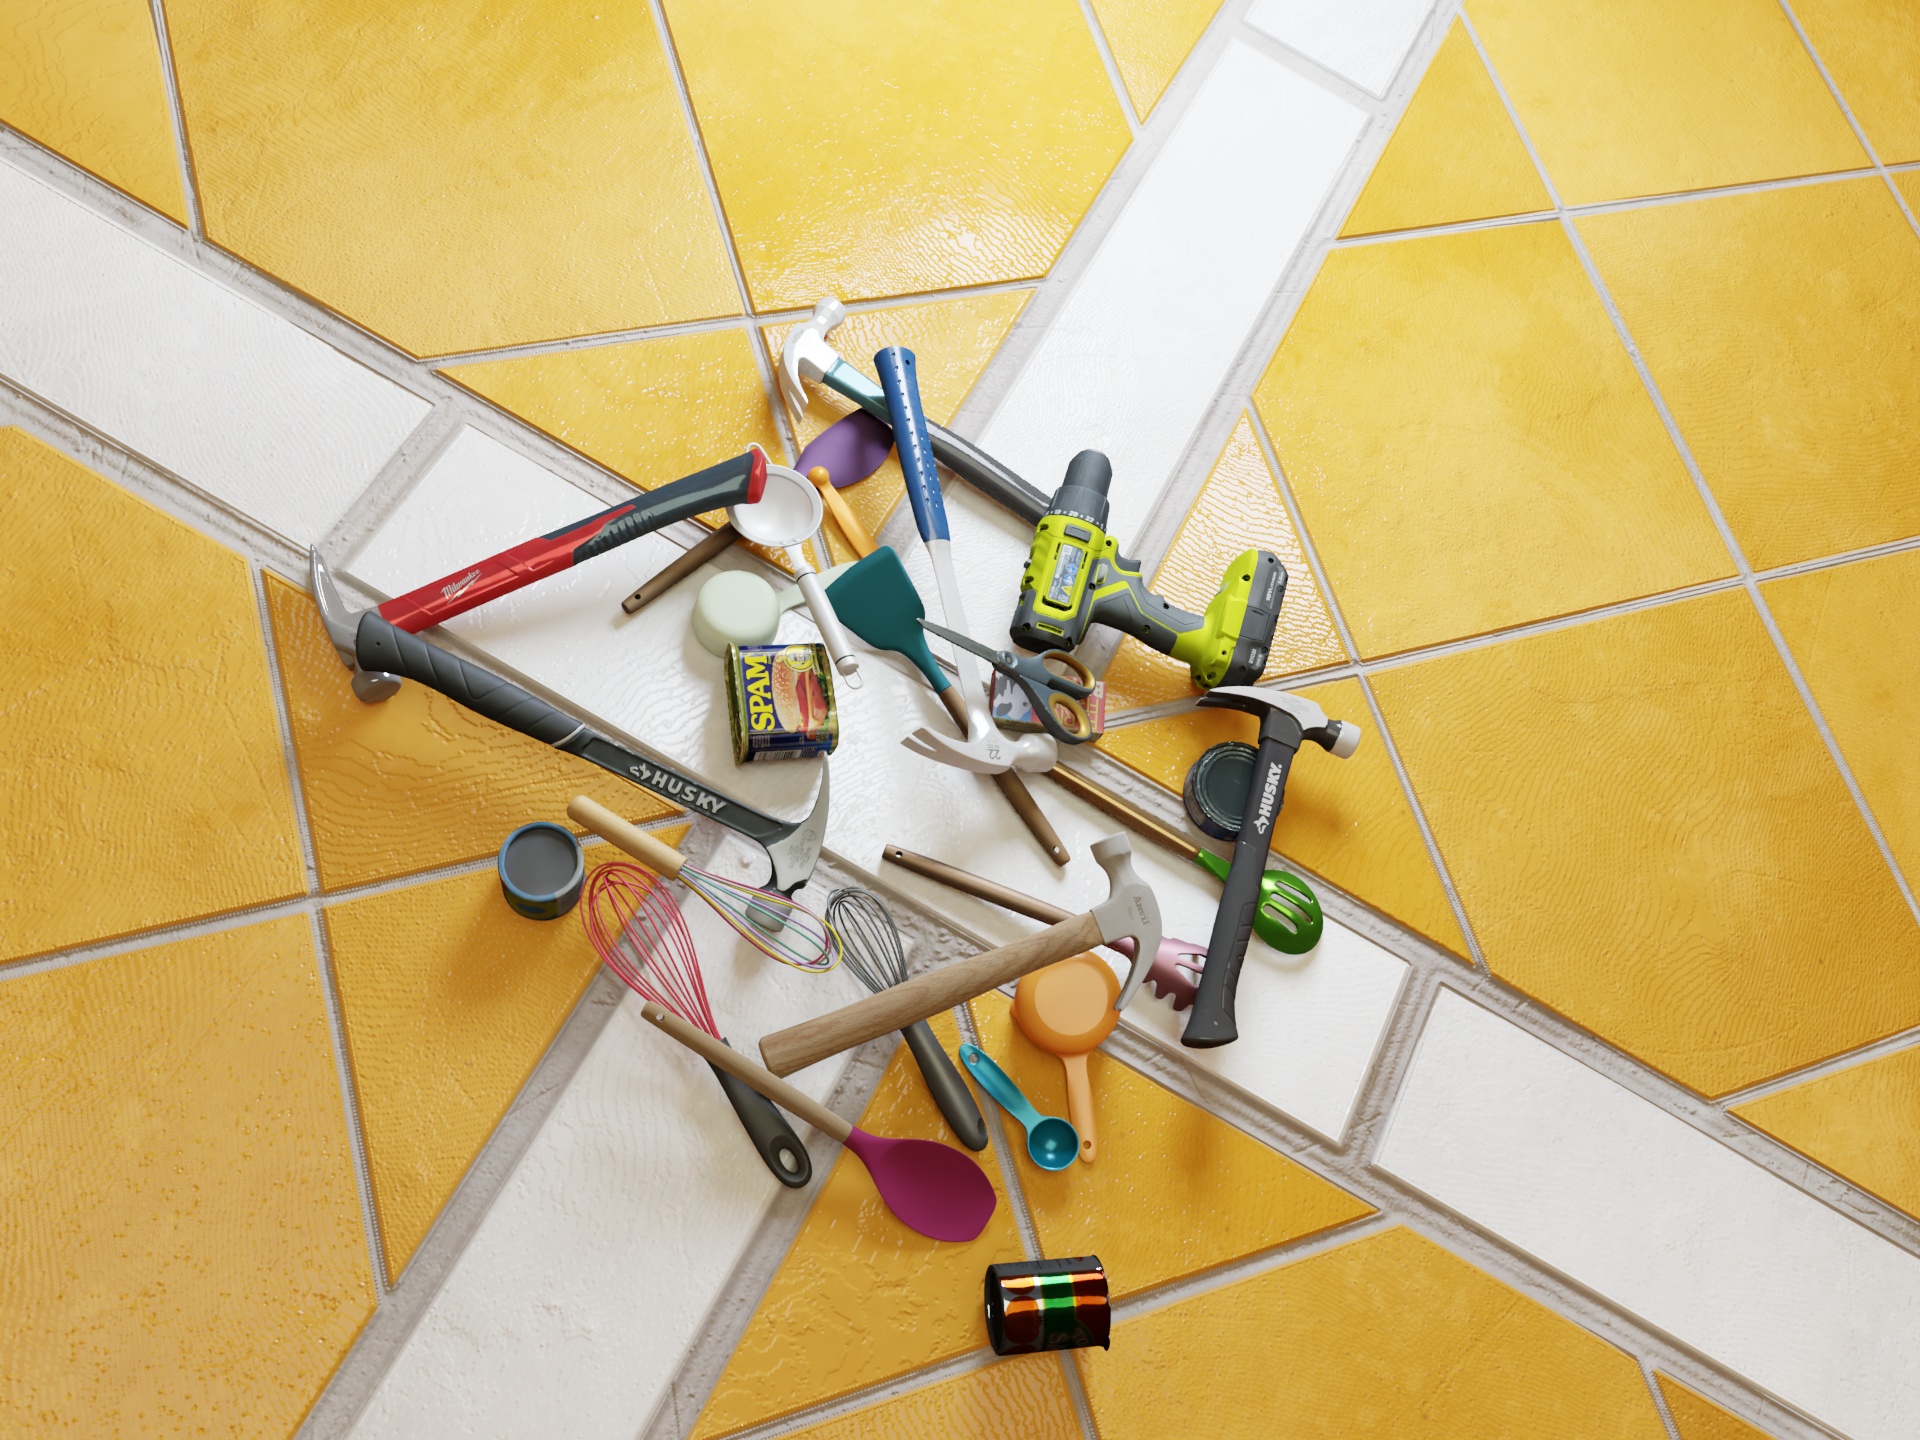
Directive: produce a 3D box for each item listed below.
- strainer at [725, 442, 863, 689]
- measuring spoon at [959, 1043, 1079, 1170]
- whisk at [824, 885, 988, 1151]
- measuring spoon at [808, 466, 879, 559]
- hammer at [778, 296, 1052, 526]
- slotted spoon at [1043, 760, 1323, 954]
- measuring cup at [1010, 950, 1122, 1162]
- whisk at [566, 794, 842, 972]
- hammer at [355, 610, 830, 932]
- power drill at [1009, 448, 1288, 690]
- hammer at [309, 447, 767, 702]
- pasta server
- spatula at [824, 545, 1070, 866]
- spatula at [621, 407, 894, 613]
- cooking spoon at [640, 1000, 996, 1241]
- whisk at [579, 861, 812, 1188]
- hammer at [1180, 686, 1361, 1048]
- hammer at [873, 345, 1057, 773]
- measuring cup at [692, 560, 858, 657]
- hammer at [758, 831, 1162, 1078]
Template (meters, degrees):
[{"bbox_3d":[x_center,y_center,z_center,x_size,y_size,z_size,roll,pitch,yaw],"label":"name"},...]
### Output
[{"bbox_3d":[-0.138,-0.129,1.374,0.087,0.050,0.259,-15,62,-22],"label":"strainer"},{"bbox_3d":[0.044,0.311,1.285,0.042,0.021,0.129,-40,72,-18],"label":"measuring spoon"},{"bbox_3d":[-0.041,0.238,1.280,0.055,0.055,0.239,-26,81,-21],"label":"whisk"},{"bbox_3d":[-0.101,-0.183,1.447,0.021,0.011,0.117,-33,87,-25],"label":"measuring spoon"},{"bbox_3d":[-0.025,-0.265,1.487,0.331,0.033,0.128,34,58,0],"label":"hammer"},{"bbox_3d":[0.184,0.105,1.392,0.314,0.031,0.070,31,65,3],"label":"slotted spoon"},{"bbox_3d":[0.093,0.268,1.284,0.095,0.052,0.174,-7,74,-2],"label":"measuring cup"},{"bbox_3d":[-0.200,0.127,1.249,0.245,0.051,0.047,31,74,1],"label":"whisk"},{"bbox_3d":[-0.294,0.016,1.275,0.409,0.036,0.149,27,89,-4],"label":"hammer"},{"bbox_3d":[0.172,-0.130,1.441,0.228,0.080,0.191,18,78,-6],"label":"power drill"},{"bbox_3d":[-0.348,-0.155,1.343,0.386,0.038,0.143,-25,74,-11],"label":"hammer"},{"bbox_3d":[0.082,0.170,1.345,0.316,0.040,0.060,21,65,1],"label":"pasta server"},{"bbox_3d":[-0.002,-0.004,1.386,0.082,0.044,0.317,-37,81,7],"label":"spatula"},{"bbox_3d":[-0.179,-0.188,1.436,0.316,0.018,0.060,-40,84,-24],"label":"spatula"},{"bbox_3d":[-0.108,0.304,1.219,0.318,0.017,0.069,35,80,-10],"label":"cooking spoon"},{"bbox_3d":[-0.202,0.236,1.237,0.073,0.073,0.296,-32,84,-22],"label":"whisk"},{"bbox_3d":[0.239,0.121,1.351,0.146,0.035,0.335,22,64,-6],"label":"hammer"},{"bbox_3d":[-0.022,-0.146,1.387,0.144,0.035,0.406,1,67,-38],"label":"hammer"},{"bbox_3d":[-0.155,-0.112,1.398,0.167,0.038,0.083,-25,75,-18],"label":"measuring cup"},{"bbox_3d":[0.003,0.207,1.248,0.331,0.031,0.130,-21,84,-6],"label":"hammer"}]
